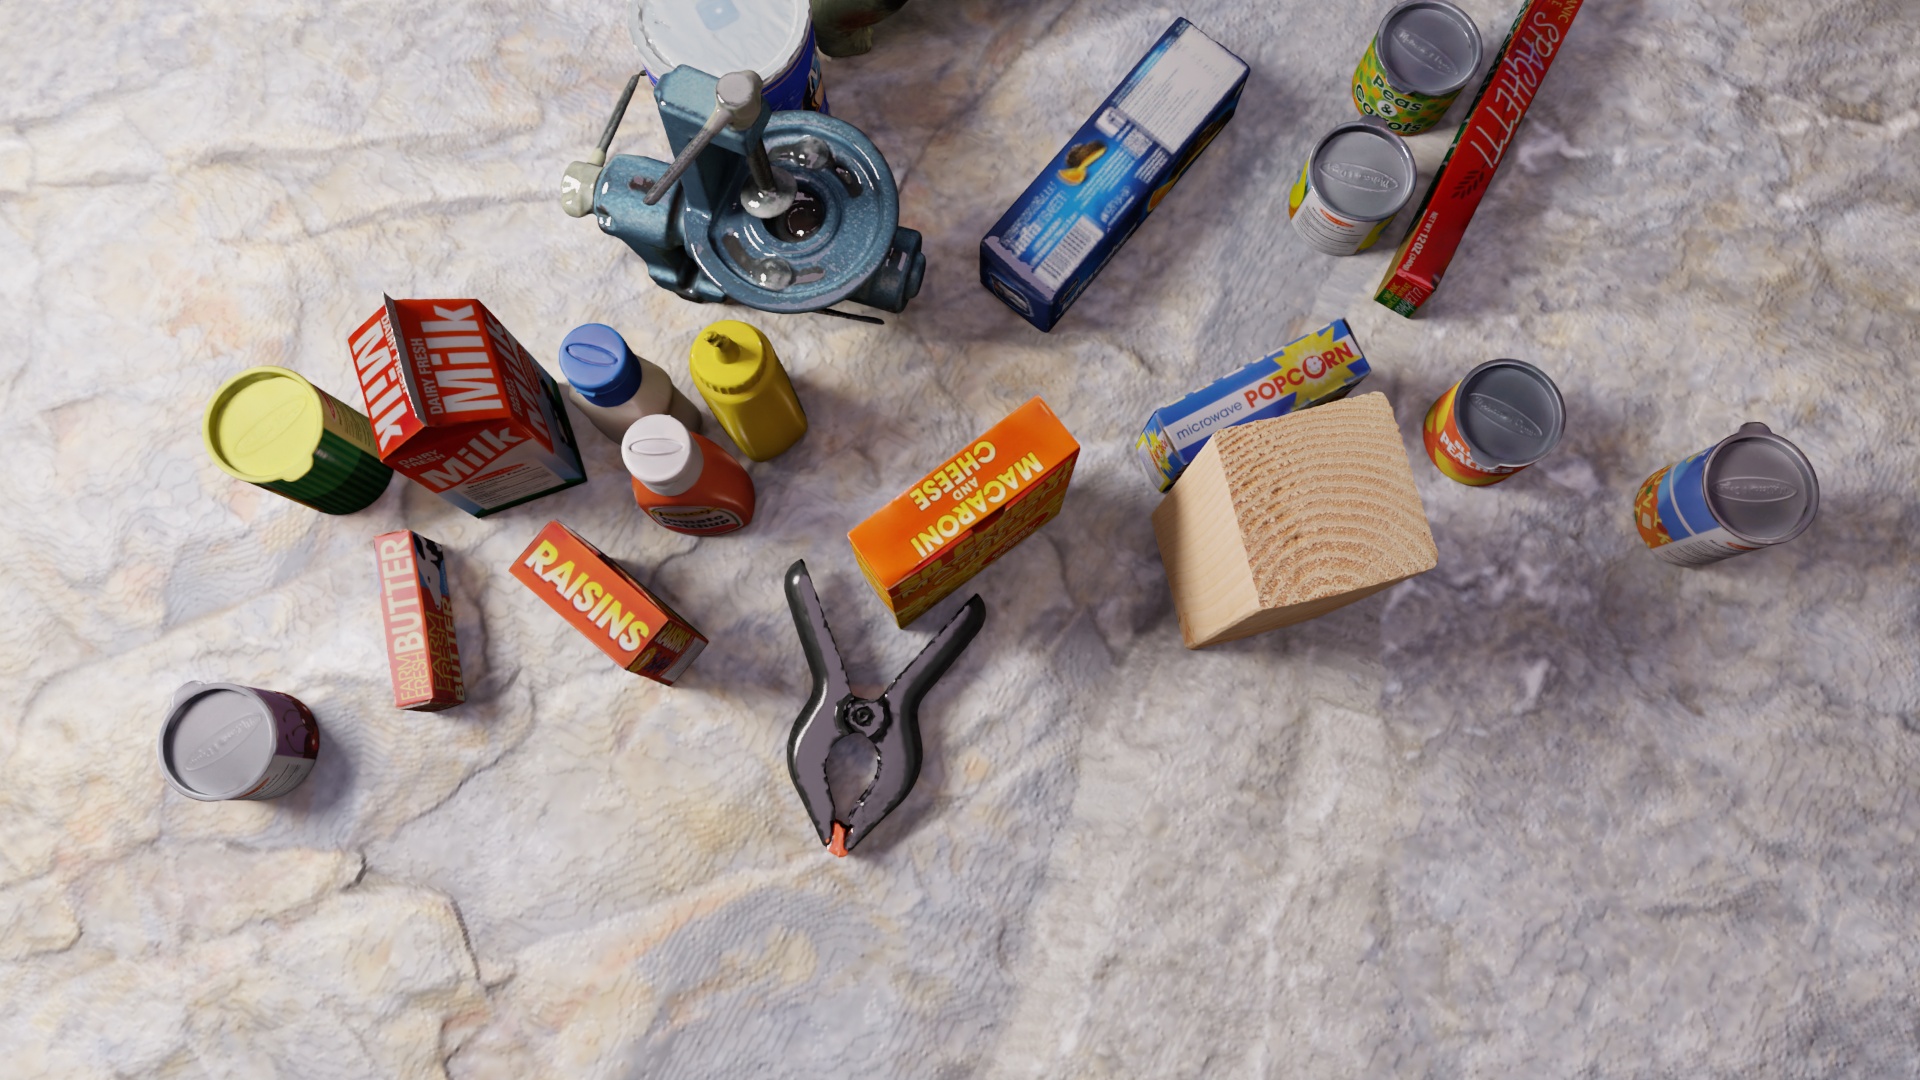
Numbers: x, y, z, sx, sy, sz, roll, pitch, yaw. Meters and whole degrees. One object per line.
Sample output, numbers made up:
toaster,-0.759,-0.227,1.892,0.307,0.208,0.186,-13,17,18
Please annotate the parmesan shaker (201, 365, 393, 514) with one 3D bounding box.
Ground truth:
parmesan shaker,-0.380,-0.053,0.809,0.071,0.103,0.071,0,80,0

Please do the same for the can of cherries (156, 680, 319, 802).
can of cherries,-0.415,0.114,0.800,0.071,0.058,0.071,0,80,0

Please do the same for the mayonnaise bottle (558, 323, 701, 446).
mayonnaise bottle,-0.191,-0.084,0.793,0.065,0.148,0.041,15,80,2

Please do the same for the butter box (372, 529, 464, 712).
butter box,-0.318,0.048,0.816,0.024,0.053,0.103,-12,80,-2

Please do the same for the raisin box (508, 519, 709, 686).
raisin box,-0.194,0.038,0.783,0.086,0.123,0.040,40,82,6

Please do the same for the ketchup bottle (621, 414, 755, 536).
ketchup bottle,-0.157,-0.036,0.784,0.065,0.148,0.043,-1,80,-1

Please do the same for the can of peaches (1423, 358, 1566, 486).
can of peaches,0.320,-0.068,0.841,0.071,0.058,0.071,0,80,0

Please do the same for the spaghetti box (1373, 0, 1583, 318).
spaghetti box,0.333,-0.257,0.881,0.029,0.050,0.250,28,80,5

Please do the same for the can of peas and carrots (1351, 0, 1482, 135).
can of peas and carrots,0.288,-0.298,0.883,0.071,0.058,0.071,0,80,0

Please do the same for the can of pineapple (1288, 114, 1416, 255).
can of pineapple,0.245,-0.220,0.869,0.071,0.057,0.071,0,80,0

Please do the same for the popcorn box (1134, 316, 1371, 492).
popcorn box,0.171,-0.078,0.828,0.127,0.085,0.038,-27,81,-5

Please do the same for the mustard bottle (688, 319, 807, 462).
mustard bottle,-0.123,-0.090,0.789,0.049,0.160,0.065,-35,82,-6

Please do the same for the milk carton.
milk carton,-0.274,-0.074,0.769,0.073,0.190,0.072,-19,81,-4

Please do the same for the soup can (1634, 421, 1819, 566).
soup can,0.450,-0.025,0.821,0.071,0.083,0.071,0,80,0

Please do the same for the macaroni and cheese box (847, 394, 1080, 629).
macaroni and cheese box,0.003,-0.010,0.772,0.124,0.166,0.040,-36,82,-6
